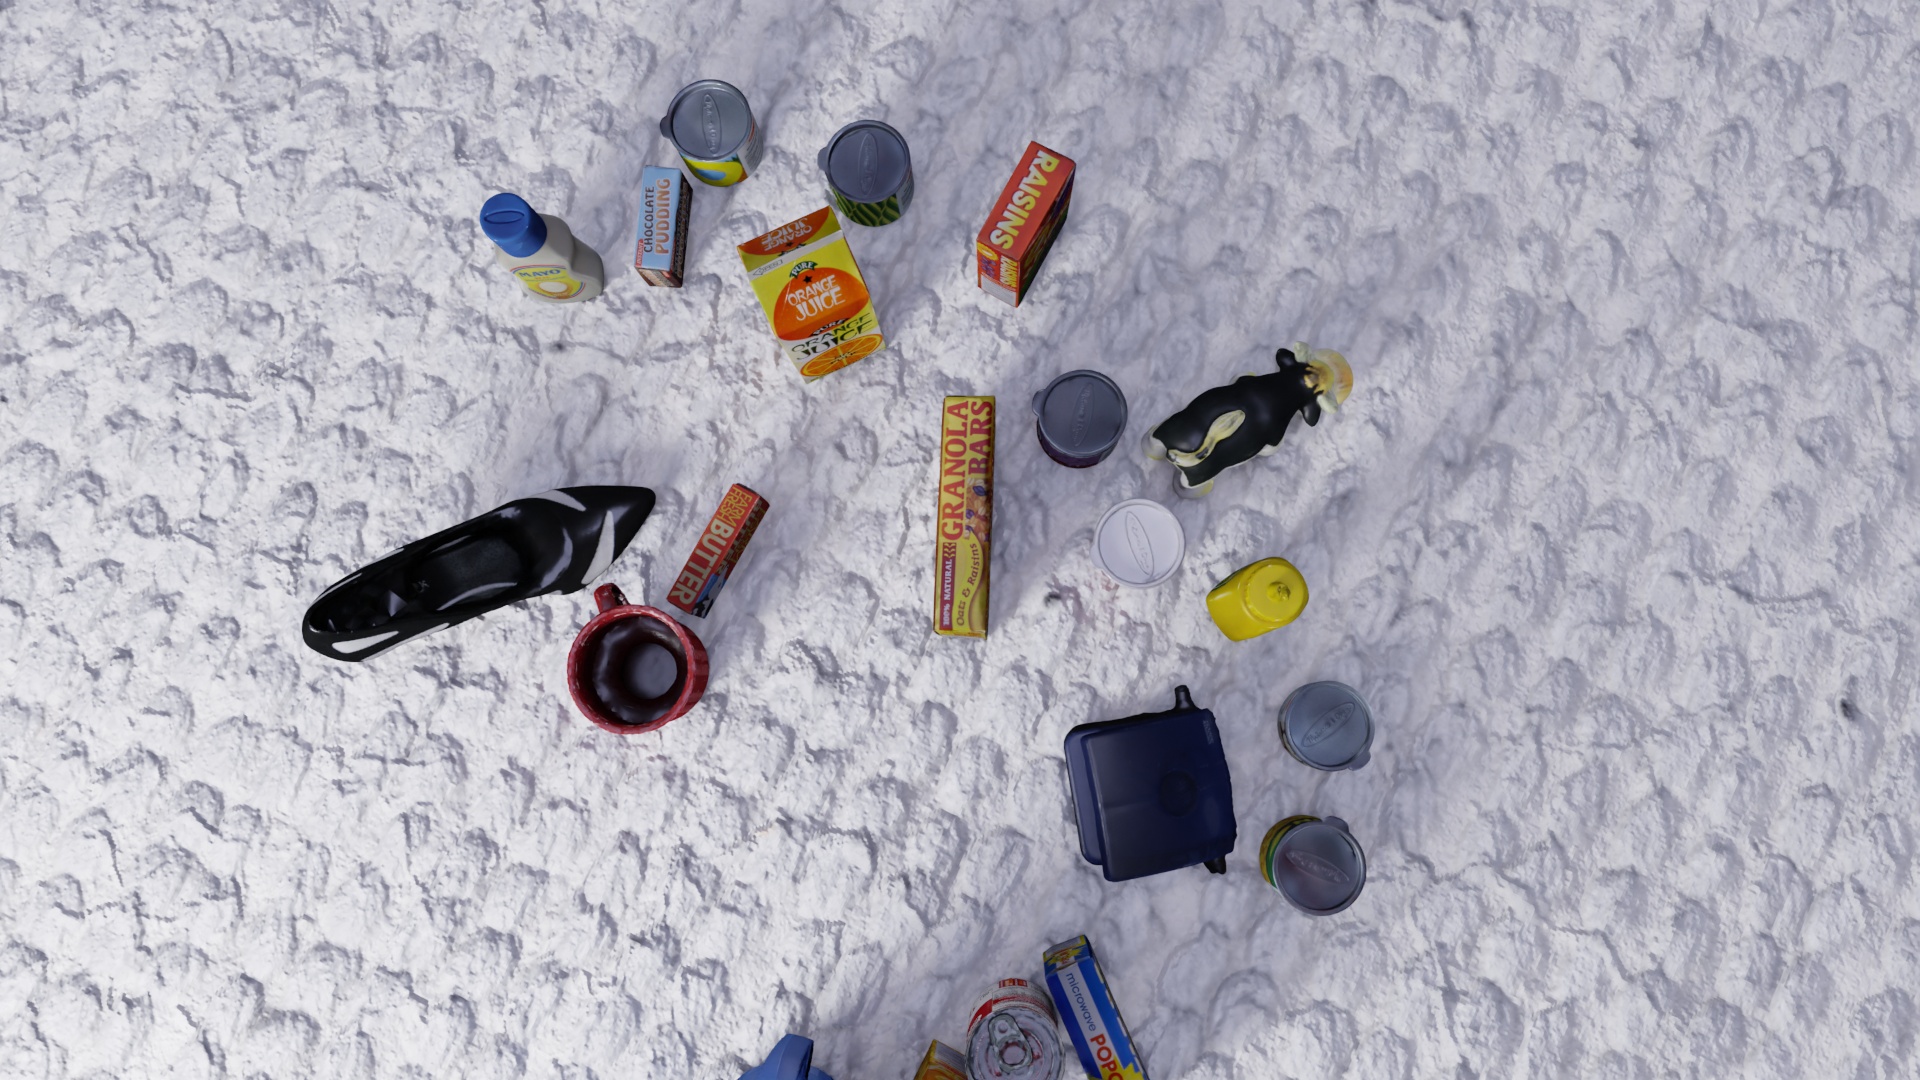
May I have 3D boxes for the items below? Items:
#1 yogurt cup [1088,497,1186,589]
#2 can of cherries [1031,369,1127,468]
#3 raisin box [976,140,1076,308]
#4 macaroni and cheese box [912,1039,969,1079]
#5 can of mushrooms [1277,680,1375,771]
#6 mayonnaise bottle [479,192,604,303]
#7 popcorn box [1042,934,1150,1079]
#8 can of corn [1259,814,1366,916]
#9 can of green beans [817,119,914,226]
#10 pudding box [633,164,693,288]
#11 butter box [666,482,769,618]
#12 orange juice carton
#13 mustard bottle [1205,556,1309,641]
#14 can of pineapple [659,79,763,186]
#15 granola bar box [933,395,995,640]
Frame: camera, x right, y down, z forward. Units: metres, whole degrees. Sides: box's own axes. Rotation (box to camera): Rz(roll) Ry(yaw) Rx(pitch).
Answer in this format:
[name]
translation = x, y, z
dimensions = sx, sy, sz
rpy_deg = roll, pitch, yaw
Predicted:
[yogurt cup]
translation = 0.132, 0.005, 1.041
dimensions = 0.072, 0.054, 0.072
rpy_deg = 0, 83, 1
[can of cherries]
translation = 0.088, -0.092, 1.051
dimensions = 0.071, 0.058, 0.071
rpy_deg = 0, 83, 1
[raisin box]
translation = 0.048, -0.233, 1.037
dimensions = 0.040, 0.123, 0.086
rpy_deg = 29, 85, 4
[macaroni and cheese box]
translation = -0.033, 0.421, 0.938
dimensions = 0.040, 0.166, 0.124
rpy_deg = 27, 85, 4
[can of mushrooms]
translation = 0.272, 0.139, 1.032
dimensions = 0.071, 0.033, 0.071
rpy_deg = 0, 83, 1
[mayonnaise bottle]
translation = -0.313, -0.215, 1.030
dimensions = 0.065, 0.148, 0.041
rpy_deg = -5, 84, 1
[popcorn box]
translation = 0.100, 0.351, 0.984
dimensions = 0.038, 0.085, 0.127
rpy_deg = -24, 83, -1
[can of corn]
translation = 0.255, 0.232, 1.009
dimensions = 0.071, 0.058, 0.071
rpy_deg = 0, 83, 1
[can of green beans]
translation = -0.070, -0.284, 1.078
dimensions = 0.071, 0.058, 0.071
rpy_deg = 0, 83, 1
[pudding box]
translation = -0.231, -0.244, 1.081
dimensions = 0.030, 0.049, 0.084
rpy_deg = 5, 83, 2
[butter box]
translation = -0.182, 0.008, 1.048
dimensions = 0.024, 0.053, 0.103
rpy_deg = 29, 85, 4
[orange juice carton]
translation = -0.106, -0.178, 0.998
dimensions = 0.072, 0.192, 0.073
rpy_deg = -24, 84, -1
[mustard bottle]
translation = 0.215, 0.039, 0.982
dimensions = 0.065, 0.160, 0.049
rpy_deg = -32, 84, -2
[can of pineapple]
translation = -0.193, -0.317, 1.085
dimensions = 0.071, 0.058, 0.071
rpy_deg = 0, 83, 1
[granola bar box]
translation = 0.004, -0.013, 1.011
dimensions = 0.039, 0.124, 0.165
rpy_deg = 2, 83, 2
